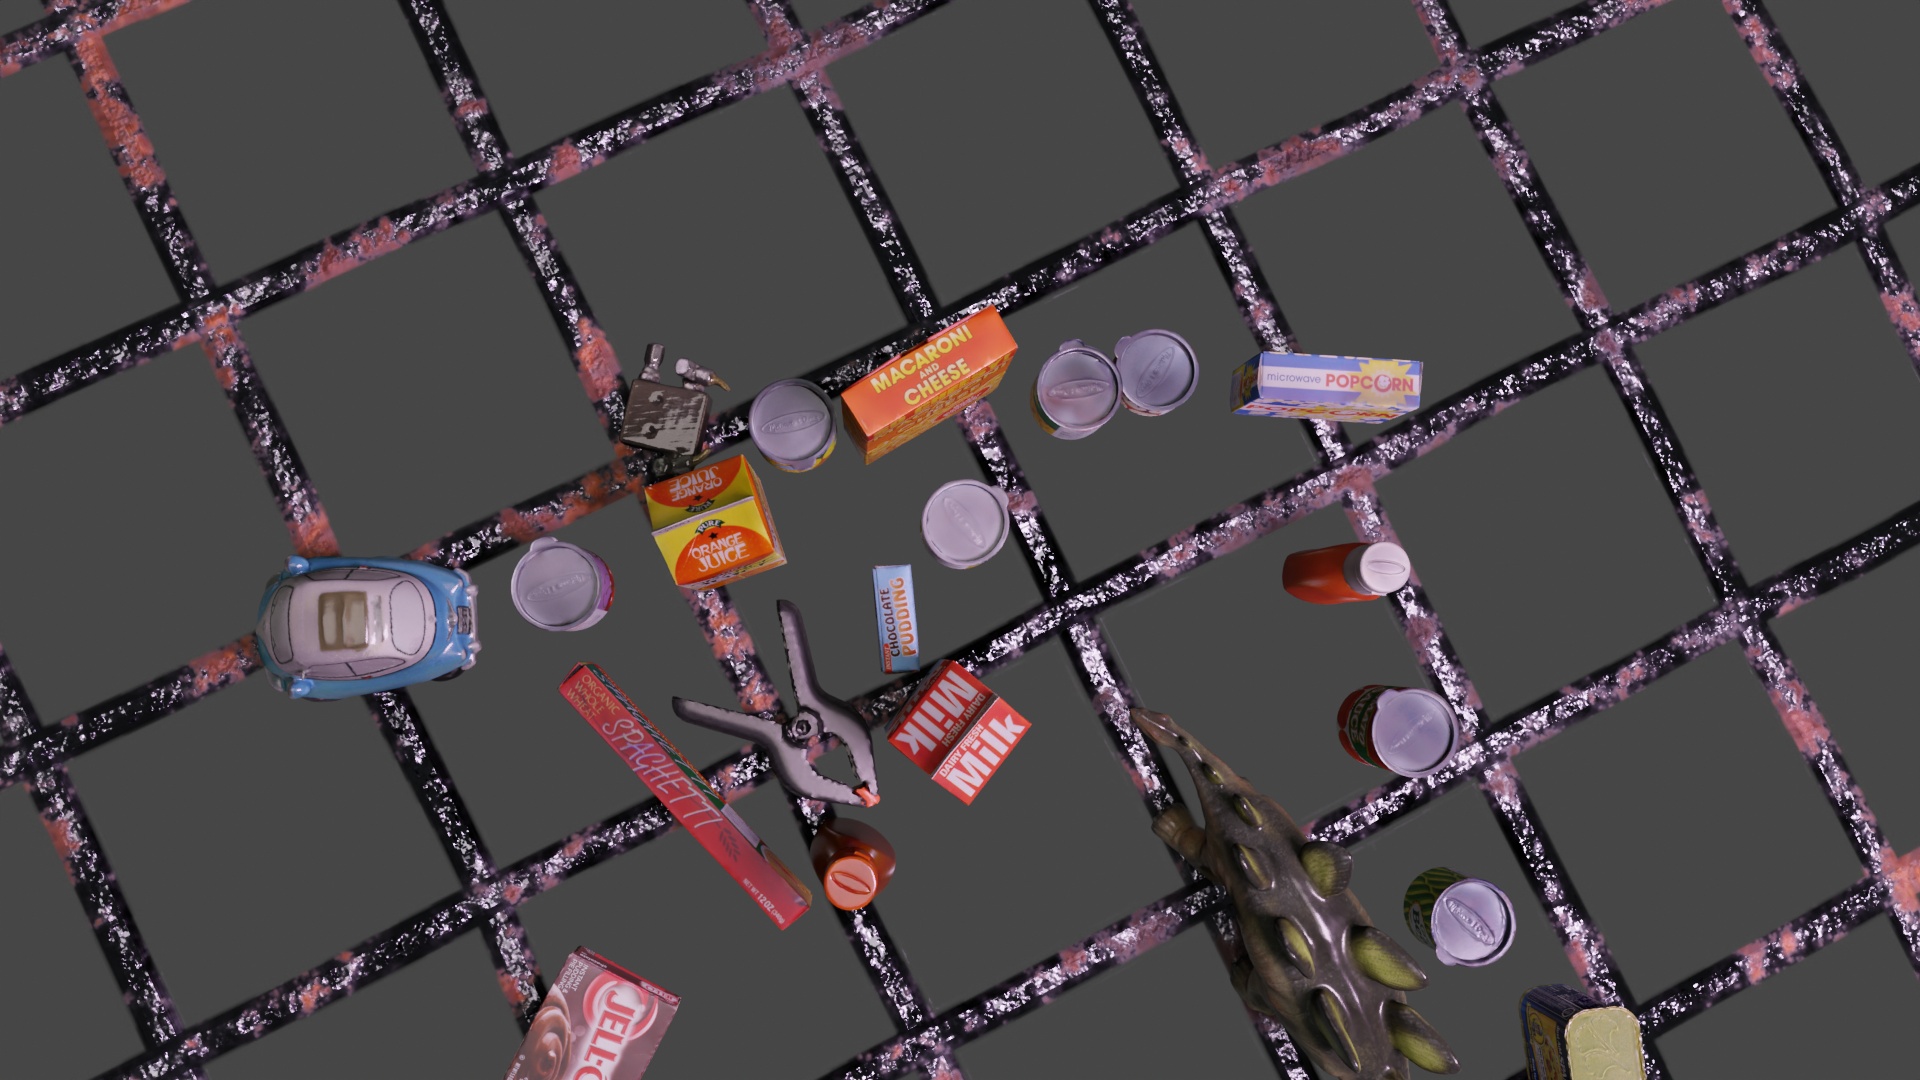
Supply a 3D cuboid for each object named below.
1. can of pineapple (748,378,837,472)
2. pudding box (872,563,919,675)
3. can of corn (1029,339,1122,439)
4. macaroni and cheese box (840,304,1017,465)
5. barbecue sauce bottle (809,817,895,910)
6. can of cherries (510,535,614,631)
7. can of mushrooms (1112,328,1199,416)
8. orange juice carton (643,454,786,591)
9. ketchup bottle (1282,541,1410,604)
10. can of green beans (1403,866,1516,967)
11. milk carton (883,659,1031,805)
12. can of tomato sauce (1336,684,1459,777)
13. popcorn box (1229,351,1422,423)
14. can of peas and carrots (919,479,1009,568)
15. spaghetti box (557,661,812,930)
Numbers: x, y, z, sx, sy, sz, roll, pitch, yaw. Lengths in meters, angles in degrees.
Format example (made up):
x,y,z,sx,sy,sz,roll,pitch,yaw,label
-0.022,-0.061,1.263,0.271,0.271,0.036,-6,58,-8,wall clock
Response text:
x,y,z,sx,sy,sz,roll,pitch,yaw,label
-0.128,-0.086,1.069,0.071,0.058,0.071,0,86,-4,can of pineapple
-0.050,0.060,1.067,0.030,0.049,0.083,-5,86,-4,pudding box
0.089,-0.117,1.086,0.071,0.058,0.071,0,86,-4,can of corn
-0.027,-0.111,1.023,0.124,0.166,0.040,-31,89,-5,macaroni and cheese box
-0.078,0.233,1.001,0.065,0.148,0.043,26,85,-2,barbecue sauce bottle
-0.299,0.033,1.047,0.071,0.058,0.071,0,86,-4,can of cherries
0.152,-0.135,1.104,0.071,0.033,0.071,0,86,-4,can of mushrooms
-0.173,-0.011,0.992,0.072,0.192,0.073,-19,88,-5,orange juice carton
0.292,0.025,1.043,0.065,0.148,0.043,6,86,-3,ketchup bottle
0.385,0.290,1.074,0.071,0.058,0.071,0,86,-4,can of green beans
-0.004,0.134,0.993,0.073,0.190,0.072,39,85,0,milk carton
0.333,0.144,1.070,0.071,0.083,0.071,0,86,-4,can of tomato sauce
0.283,-0.119,1.086,0.127,0.085,0.038,3,86,-4,popcorn box
0.004,-0.013,1.072,0.071,0.058,0.071,0,86,-4,can of peas and carrots
-0.206,0.189,1.045,0.029,0.050,0.250,-43,89,-6,spaghetti box
